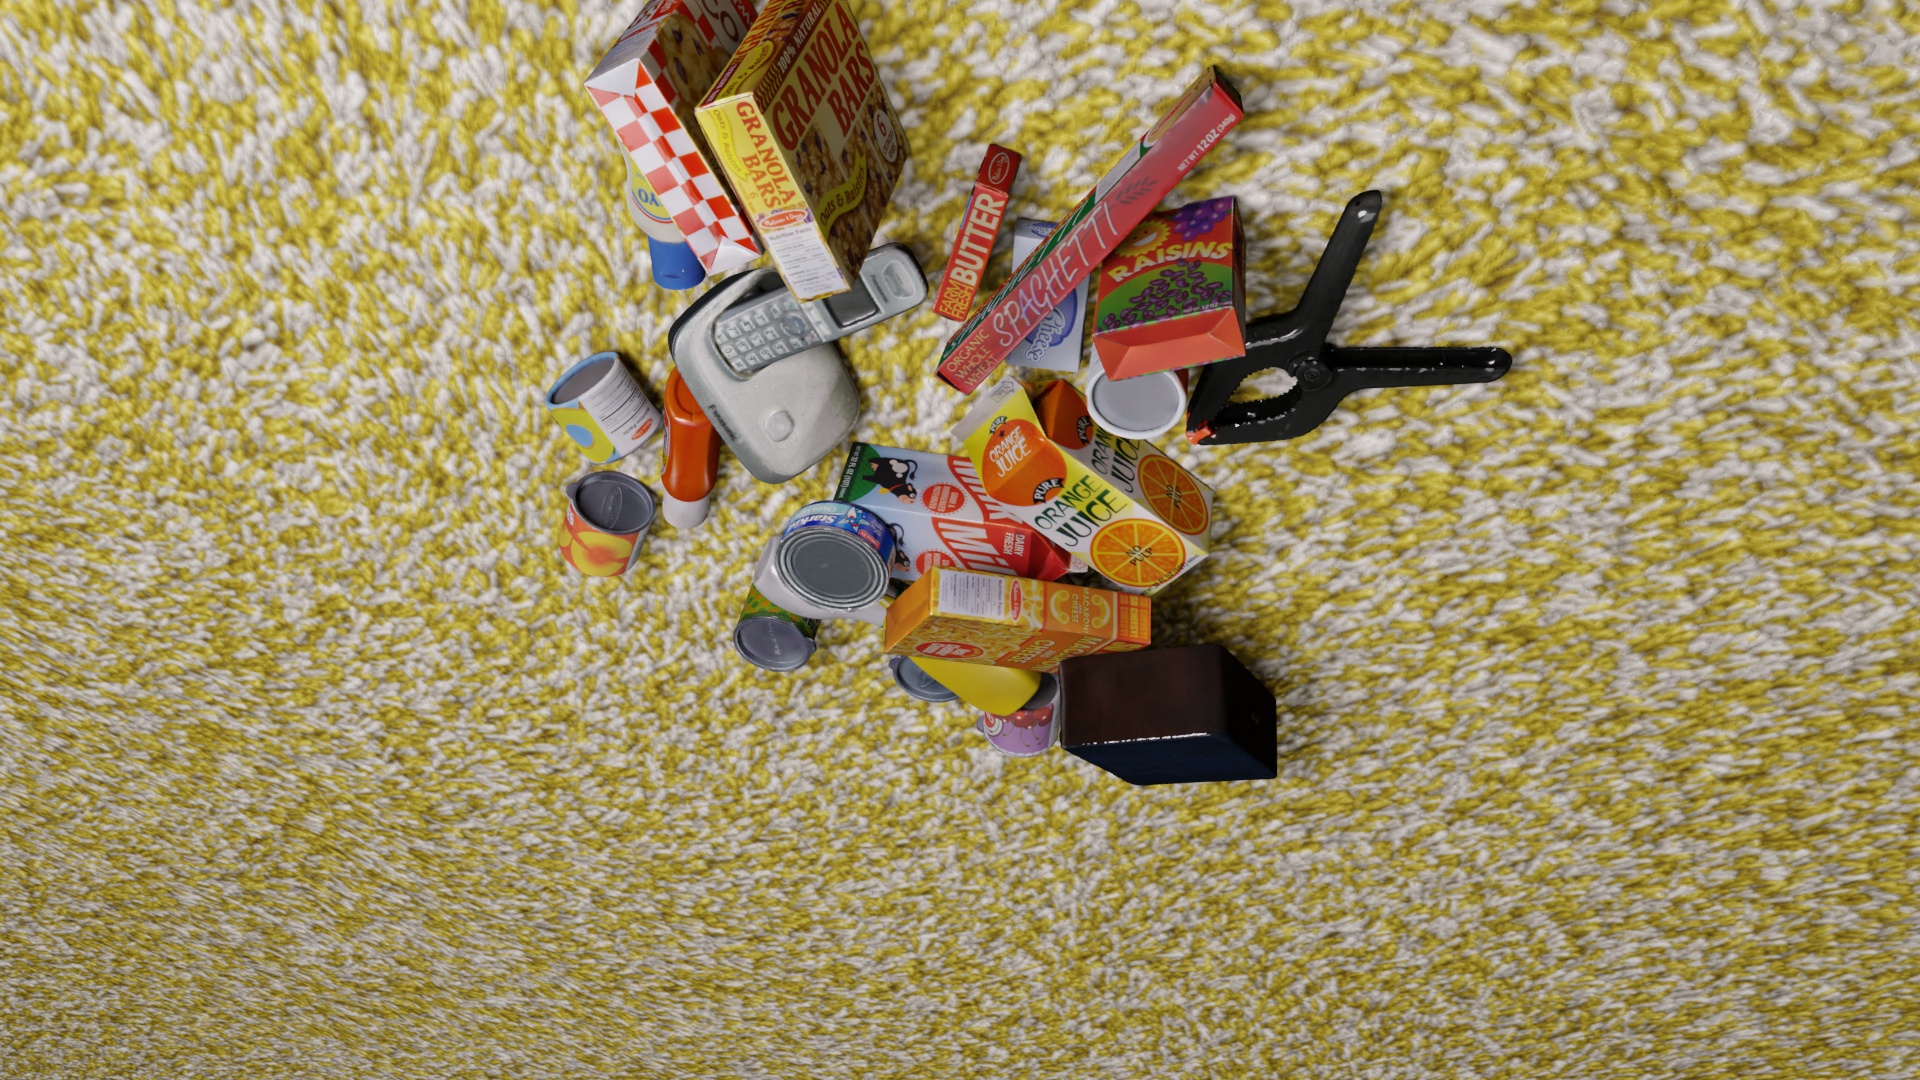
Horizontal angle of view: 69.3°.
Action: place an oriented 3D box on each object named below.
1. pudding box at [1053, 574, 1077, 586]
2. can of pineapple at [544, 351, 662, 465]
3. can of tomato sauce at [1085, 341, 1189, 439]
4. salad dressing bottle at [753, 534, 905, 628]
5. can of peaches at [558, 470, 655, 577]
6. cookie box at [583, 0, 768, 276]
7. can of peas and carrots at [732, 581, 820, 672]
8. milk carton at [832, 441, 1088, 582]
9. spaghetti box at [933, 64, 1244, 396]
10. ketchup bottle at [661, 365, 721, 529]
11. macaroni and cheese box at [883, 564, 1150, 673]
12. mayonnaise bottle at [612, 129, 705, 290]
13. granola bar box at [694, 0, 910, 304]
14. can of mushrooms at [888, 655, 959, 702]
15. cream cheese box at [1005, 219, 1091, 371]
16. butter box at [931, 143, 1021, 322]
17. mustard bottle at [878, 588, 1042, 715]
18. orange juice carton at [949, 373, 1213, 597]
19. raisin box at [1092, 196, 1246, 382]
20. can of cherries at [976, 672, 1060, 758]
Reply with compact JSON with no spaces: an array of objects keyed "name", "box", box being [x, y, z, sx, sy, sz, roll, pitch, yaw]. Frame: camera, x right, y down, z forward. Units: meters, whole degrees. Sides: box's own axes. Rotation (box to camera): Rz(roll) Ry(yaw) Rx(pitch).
[{"name":"pudding box","box":[0.054,0.053,1.127,0.083,0.030,0.049,-23,123,29]},{"name":"can of pineapple","box":[-0.266,-0.098,1.031,0.071,0.071,0.057,-15,127,24]},{"name":"can of tomato sauce","box":[0.120,-0.116,0.919,0.071,0.083,0.070,6,133,7]},{"name":"salad dressing bottle","box":[-0.092,0.042,1.130,0.147,0.064,0.043,22,145,-19]},{"name":"can of peaches","box":[-0.286,-0.013,1.114,0.071,0.071,0.057,22,134,-9]},{"name":"cookie box","box":[-0.142,-0.248,0.795,0.040,0.168,0.122,-16,127,21]},{"name":"can of peas and carrots","box":[-0.149,0.067,1.164,0.071,0.059,0.070,6,133,6]},{"name":"milk carton","box":[0.004,-0.013,1.047,0.191,0.073,0.073,8,133,4]},{"name":"spaghetti box","box":[0.075,-0.186,0.857,0.028,0.050,0.249,39,118,-14]},{"name":"ketchup bottle","box":[-0.204,-0.065,1.054,0.043,0.065,0.148,5,143,-11]},{"name":"macaroni and cheese box","box":[0.040,0.062,1.029,0.167,0.040,0.123,8,161,-17]},{"name":"mayonnaise bottle","box":[-0.190,-0.235,0.905,0.065,0.041,0.147,6,133,4]},{"name":"granola bar box","box":[-0.085,-0.234,0.797,0.039,0.166,0.123,-10,130,22]},{"name":"can of mushrooms","box":[-0.025,0.105,1.190,0.071,0.034,0.070,6,134,7]},{"name":"cream cheese box","box":[0.059,-0.163,0.930,0.053,0.024,0.103,7,133,5]},{"name":"butter box","box":[0.010,-0.195,0.890,0.024,0.053,0.103,19,133,-3]},{"name":"mustard bottle","box":[-0.010,0.079,1.110,0.160,0.049,0.065,35,126,-16]},{"name":"orange juice carton","box":[0.087,-0.045,0.999,0.192,0.073,0.071,34,131,-18]},{"name":"raisin box","box":[0.130,-0.156,0.852,0.086,0.124,0.040,-9,131,20]},{"name":"can of cherries","box":[0.051,0.142,1.184,0.071,0.072,0.058,8,133,5]}]
